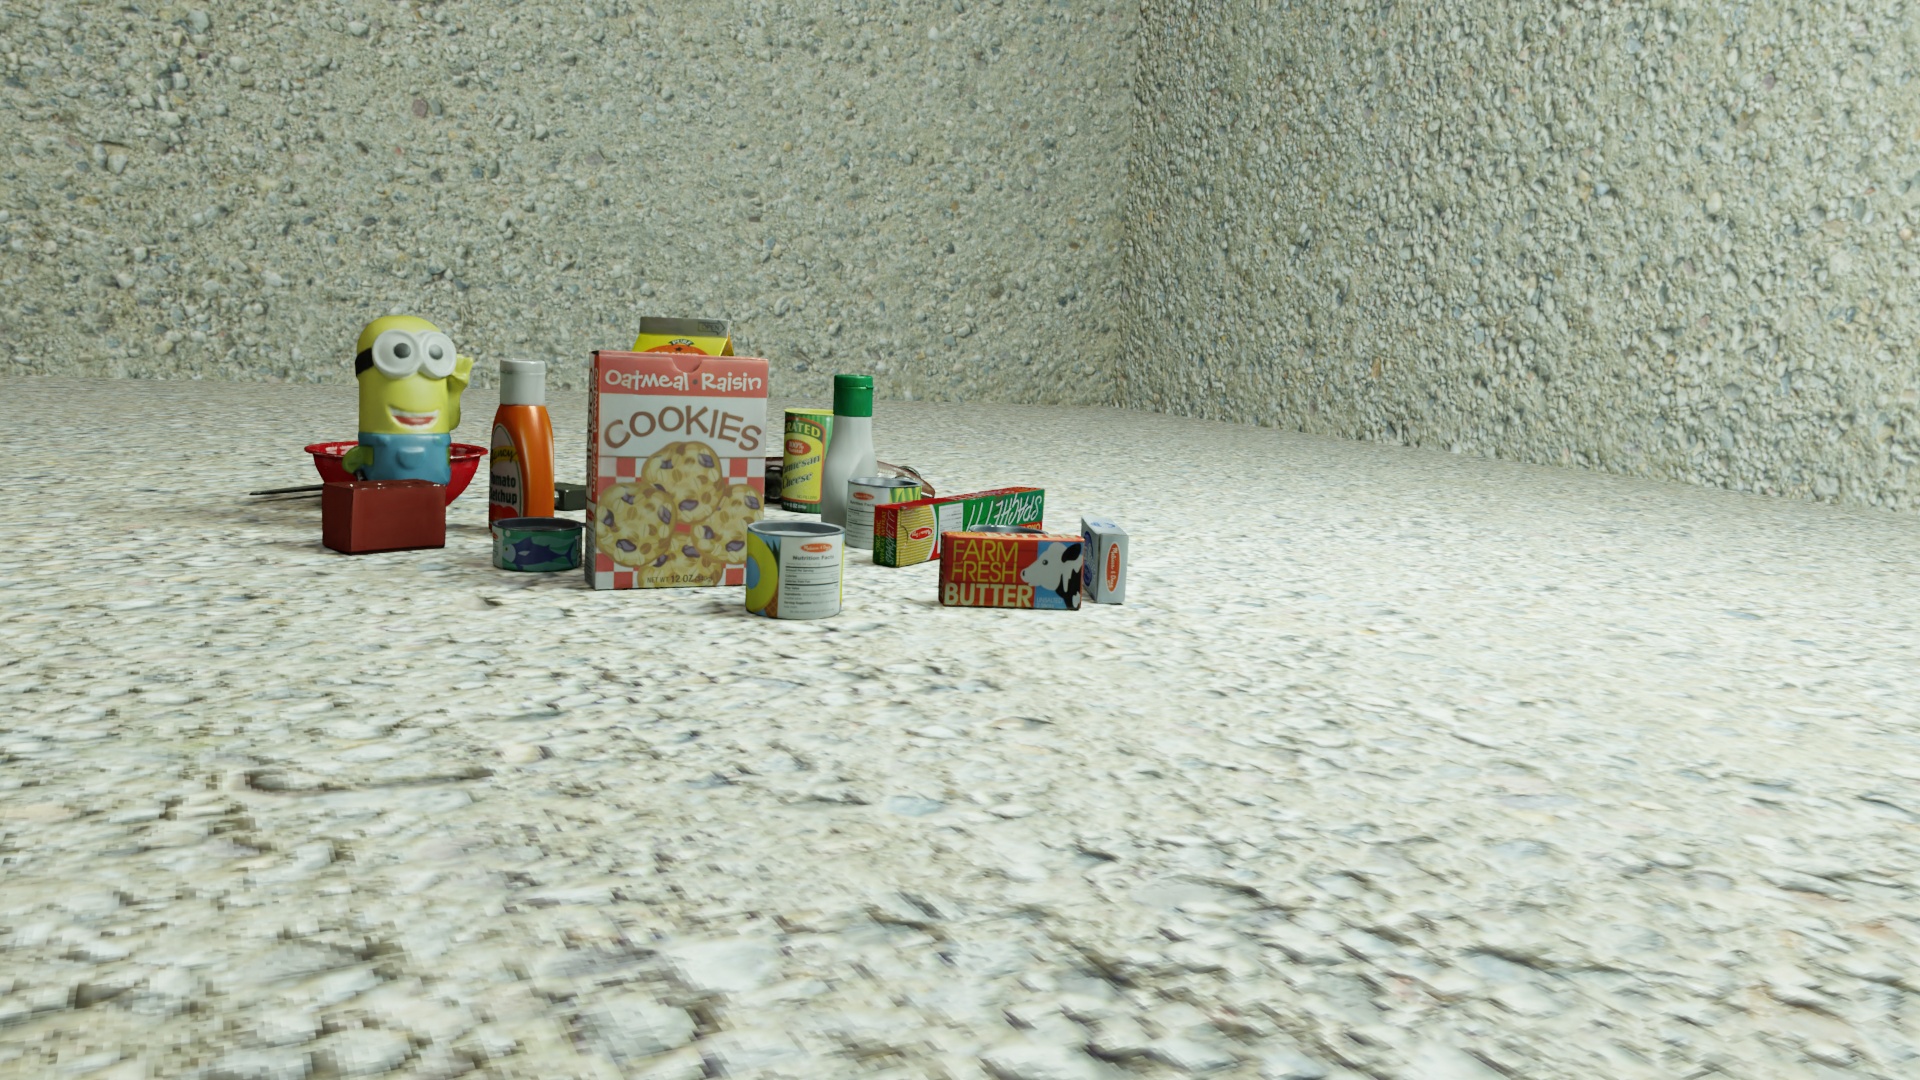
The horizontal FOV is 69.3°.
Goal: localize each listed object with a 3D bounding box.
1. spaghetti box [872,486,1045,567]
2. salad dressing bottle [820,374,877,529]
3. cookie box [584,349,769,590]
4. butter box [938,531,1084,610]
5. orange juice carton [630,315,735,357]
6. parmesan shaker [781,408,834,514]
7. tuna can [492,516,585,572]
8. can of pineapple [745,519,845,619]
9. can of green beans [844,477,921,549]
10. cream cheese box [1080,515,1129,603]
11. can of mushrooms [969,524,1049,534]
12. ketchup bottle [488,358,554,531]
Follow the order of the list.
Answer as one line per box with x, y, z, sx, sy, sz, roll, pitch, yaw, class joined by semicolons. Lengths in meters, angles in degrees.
0.004;-0.015;1.233;0.028;0.050;0.251;8;10;31;spaghetti box
-0.102;-0.080;1.293;0.044;0.147;0.064;8;9;27;salad dressing bottle
-0.203;-0.051;0.998;0.123;0.167;0.040;-1;9;-27;cookie box
0.036;0.021;0.997;0.103;0.053;0.024;2;8;-7;butter box
-0.215;-0.075;1.069;0.072;0.192;0.073;4;8;7;orange juice carton
-0.148;-0.082;1.433;0.071;0.103;0.071;3;8;0;parmesan shaker
-0.317;0.003;1.050;0.071;0.032;0.071;3;9;0;tuna can
-0.113;0.019;0.941;0.071;0.057;0.071;3;8;0;can of pineapple
-0.069;-0.024;1.237;0.071;0.057;0.071;3;8;0;can of green beans
0.109;0.013;1.074;0.024;0.053;0.104;3;9;-3;cream cheese box
0.040;0.007;1.153;0.071;0.033;0.071;3;9;0;can of mushrooms
-0.371;-0.079;1.177;0.065;0.148;0.043;10;10;38;ketchup bottle
